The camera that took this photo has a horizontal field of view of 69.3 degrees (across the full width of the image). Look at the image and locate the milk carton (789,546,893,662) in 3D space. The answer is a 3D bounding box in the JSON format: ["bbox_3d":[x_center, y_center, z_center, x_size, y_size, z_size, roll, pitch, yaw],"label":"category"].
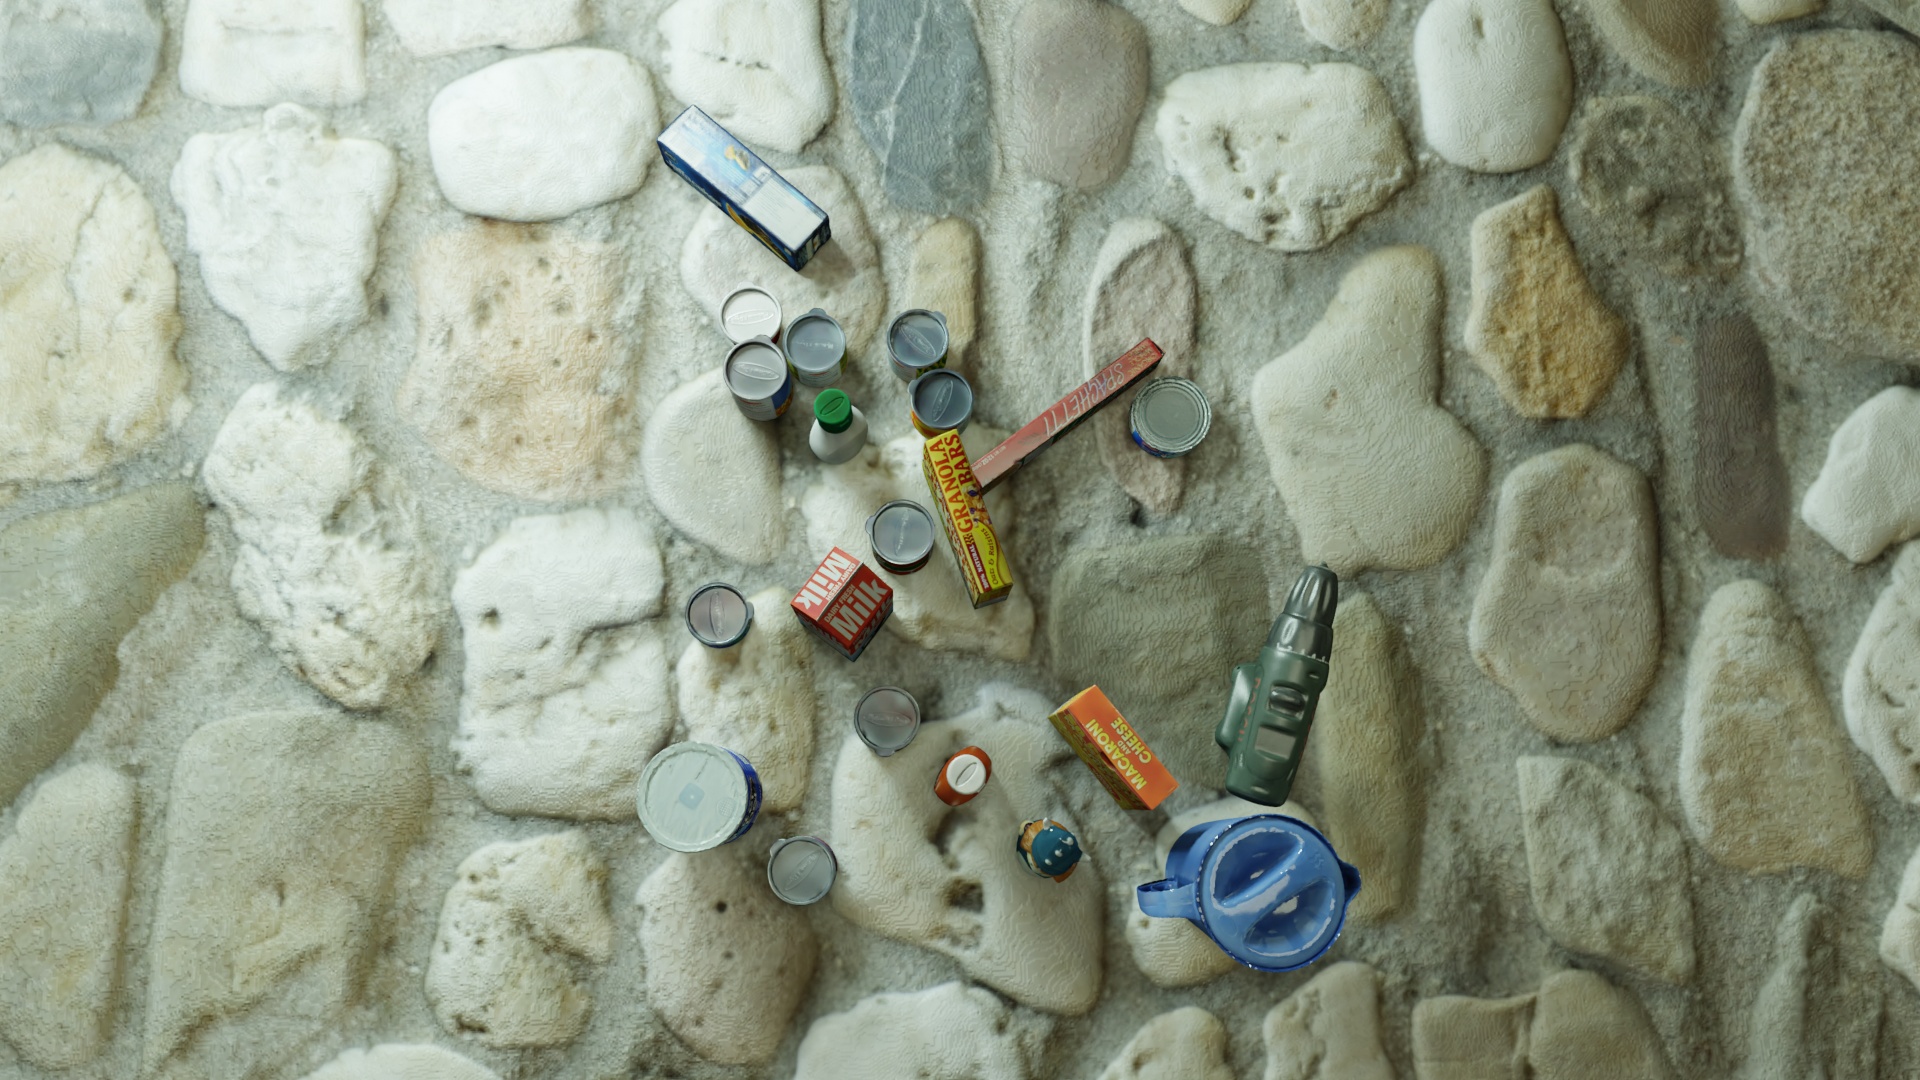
[{"bbox_3d":[-0.115,0.063,1.366,0.073,0.190,0.072,36,80,4],"label":"milk carton"}]

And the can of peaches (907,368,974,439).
[{"bbox_3d":[-0.022,-0.144,1.477,0.071,0.058,0.071,0,79,-2],"label":"can of peaches"}]

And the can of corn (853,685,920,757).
[{"bbox_3d":[-0.075,0.185,1.411,0.071,0.058,0.071,0,79,-2],"label":"can of corn"}]

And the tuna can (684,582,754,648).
[{"bbox_3d":[-0.247,0.078,1.438,0.071,0.032,0.071,0,79,-2],"label":"tuna can"}]

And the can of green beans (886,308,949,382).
[{"bbox_3d":[-0.046,-0.208,1.488,0.071,0.057,0.071,0,79,-2],"label":"can of green beans"}]

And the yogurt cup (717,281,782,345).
[{"bbox_3d":[-0.222,-0.233,1.488,0.072,0.054,0.072,0,79,-2],"label":"yogurt cup"}]

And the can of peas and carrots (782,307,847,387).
[{"bbox_3d":[-0.154,-0.205,1.483,0.071,0.058,0.071,0,79,-2],"label":"can of peas and carrots"}]

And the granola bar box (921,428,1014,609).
[{"bbox_3d":[0.005,-0.018,1.420,0.039,0.124,0.165,-19,81,-5],"label":"granola bar box"}]

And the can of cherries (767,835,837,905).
[{"bbox_3d":[-0.158,0.325,1.381,0.071,0.058,0.071,0,79,-2],"label":"can of cherries"}]

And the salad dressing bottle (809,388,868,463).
[{"bbox_3d":[-0.126,-0.118,1.422,0.064,0.147,0.044,-37,83,-8],"label":"salad dressing bottle"}]

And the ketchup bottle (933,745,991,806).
[{"bbox_3d":[0.004,0.230,1.359,0.043,0.148,0.065,40,81,5],"label":"ketchup bottle"}]

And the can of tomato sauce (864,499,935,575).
[{"bbox_3d":[-0.062,-0.002,1.435,0.071,0.083,0.071,0,79,-2],"label":"can of tomato sauce"}]

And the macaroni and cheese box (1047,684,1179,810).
[{"bbox_3d":[0.146,0.206,1.361,0.040,0.166,0.124,-39,83,-8],"label":"macaroni and cheese box"}]

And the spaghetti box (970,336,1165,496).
[{"bbox_3d":[0.111,-0.132,1.484,0.250,0.050,0.029,-37,83,-8],"label":"spaghetti box"}]

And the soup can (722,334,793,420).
[{"bbox_3d":[-0.211,-0.170,1.461,0.071,0.083,0.071,0,79,-2],"label":"soup can"}]
